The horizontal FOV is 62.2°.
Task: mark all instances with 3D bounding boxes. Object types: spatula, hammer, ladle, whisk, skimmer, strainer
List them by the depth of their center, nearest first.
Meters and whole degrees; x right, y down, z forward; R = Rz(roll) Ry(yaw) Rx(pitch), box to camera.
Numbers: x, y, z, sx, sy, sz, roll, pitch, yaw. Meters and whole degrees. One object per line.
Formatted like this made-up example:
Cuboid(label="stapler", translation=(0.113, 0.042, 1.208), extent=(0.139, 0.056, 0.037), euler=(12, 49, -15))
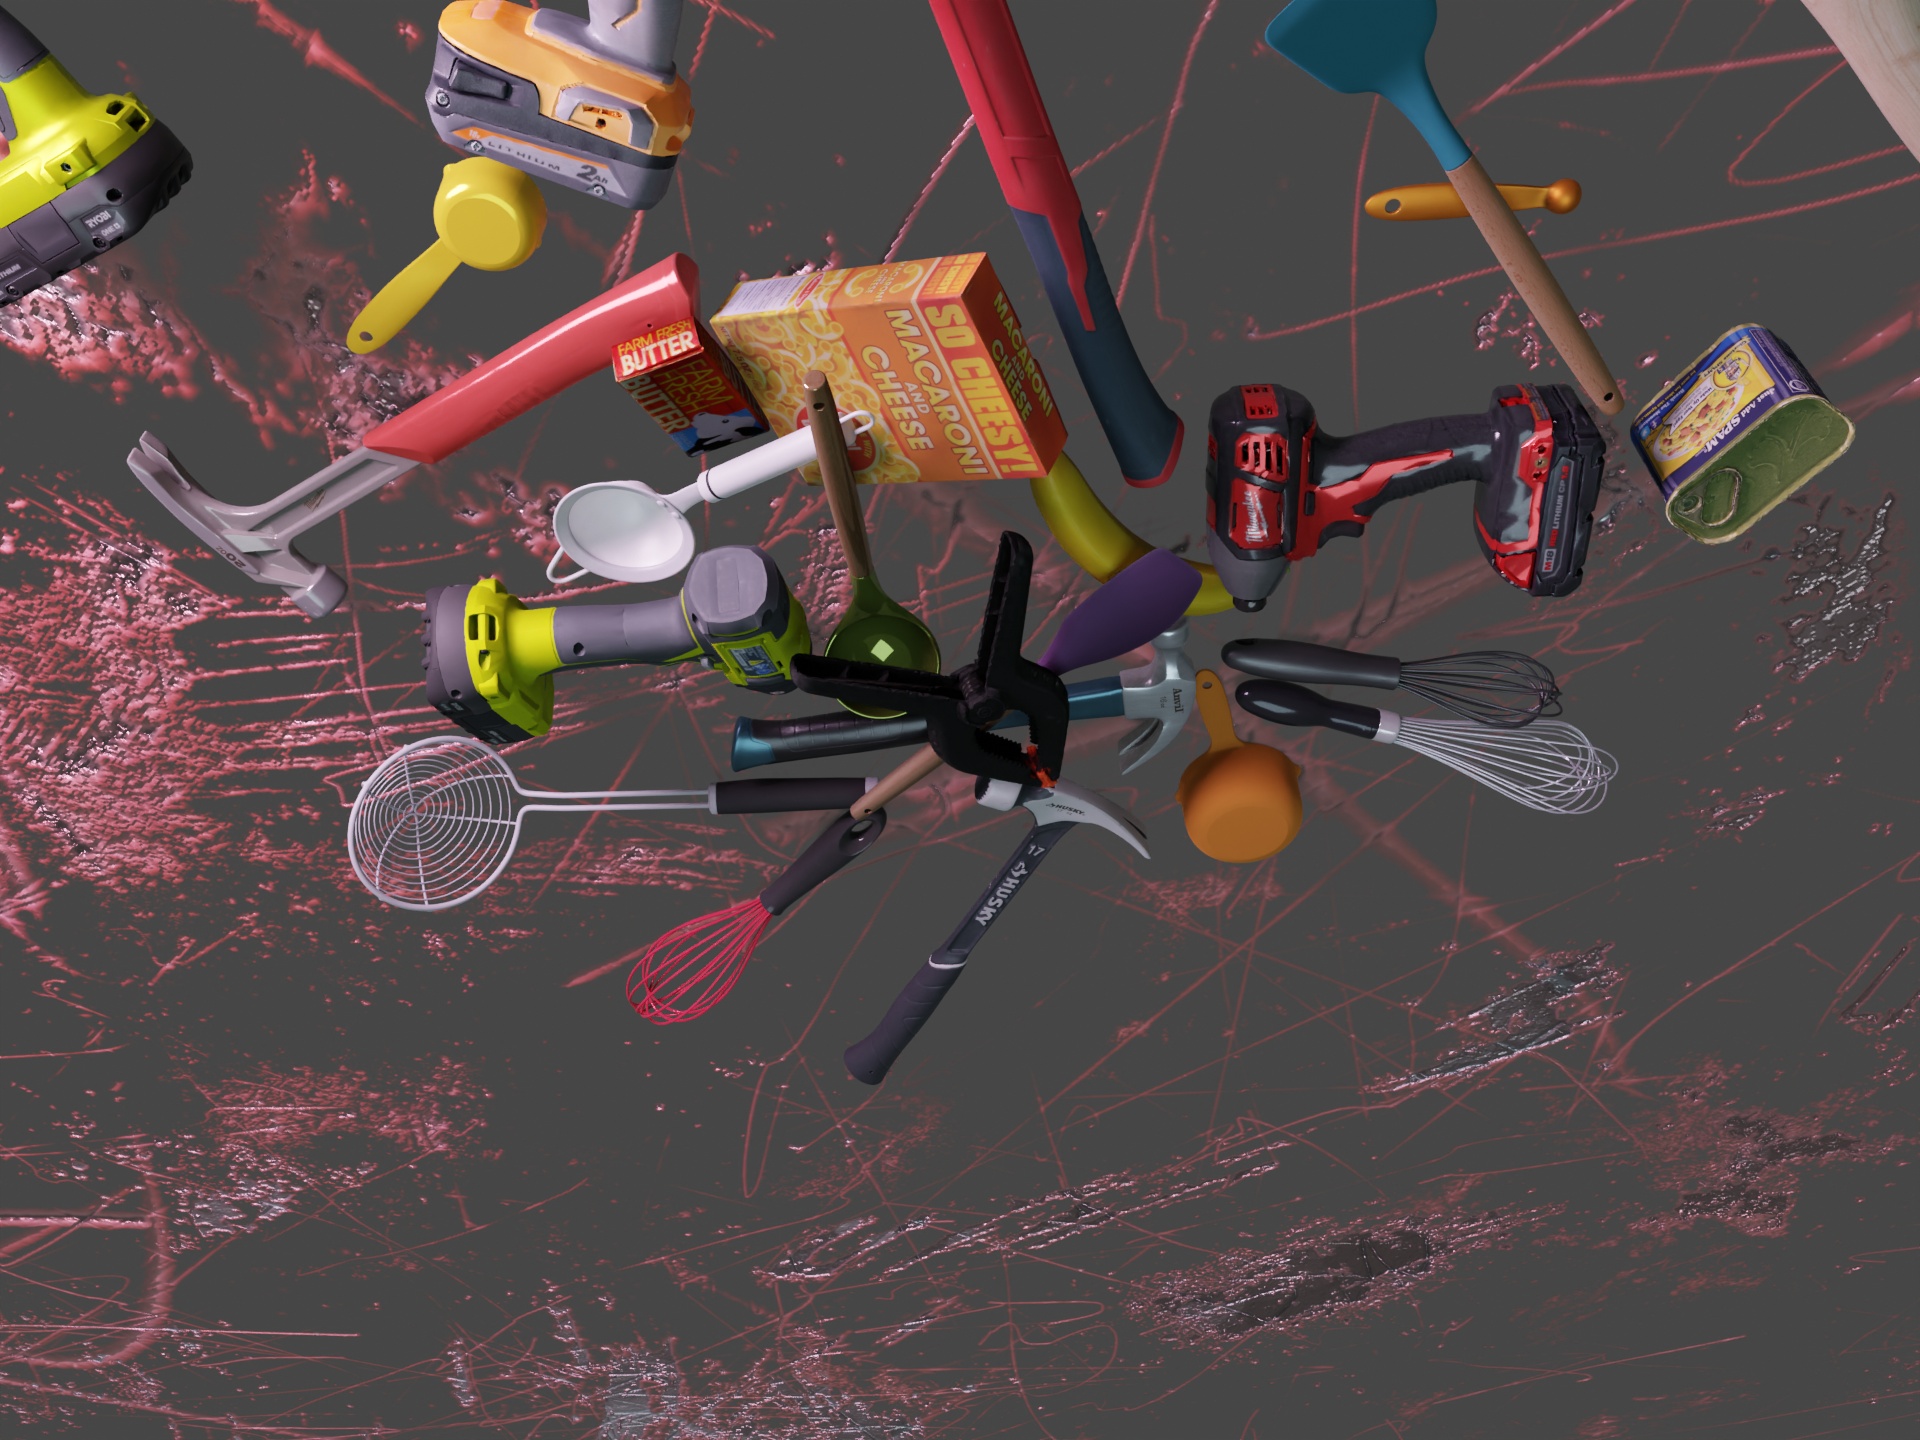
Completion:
Cuboid(label="hammer", translation=(0.032, -0.259, 0.824), extent=(0.143, 0.038, 0.385), euler=(-36, 135, -6))
Cuboid(label="spatula", translation=(0.275, -0.269, 0.834), extent=(0.082, 0.044, 0.317), euler=(-34, 120, 22))
Cuboid(label="hammer", translation=(0.544, -0.278, 0.850), extent=(0.410, 0.038, 0.146), euler=(31, 128, -27))
Cuboid(label="hammer", translation=(-0.305, -0.180, 0.923), extent=(0.359, 0.037, 0.149), euler=(-24, 131, 21))
Cuboid(label="strainer", translation=(-0.149, -0.136, 0.936), extent=(0.258, 0.050, 0.086), euler=(-16, 139, 34))
Cuboid(label="ladle", translation=(-0.061, -0.093, 0.937), extent=(0.078, 0.062, 0.320), euler=(-8, 155, 0))
Cuboid(label="spatula", translation=(0.034, -0.014, 1.058), extent=(0.059, 0.018, 0.316), euler=(31, 127, -32))
Cuboid(label="whisk", translation=(0.294, -0.030, 1.082), extent=(0.239, 0.055, 0.055), euler=(7, 134, -4))
Cuboid(label="hammer", translation=(-0.002, -0.004, 1.108), extent=(0.331, 0.033, 0.128), euler=(-8, 133, 6))
Cuboid(label="whisk", translation=(0.328, 0.010, 1.118), extent=(0.284, 0.070, 0.070), euler=(13, 133, -8))
Cuboid(label="skimmer", translation=(-0.239, 0.068, 1.131), extent=(0.363, 0.090, 0.127), euler=(-2, 107, -2))
Cuboid(label="whisk", translation=(-0.161, 0.153, 1.244), extent=(0.073, 0.073, 0.296), euler=(34, 118, -30))
Cuboid(label="hammer", translation=(0.003, 0.183, 1.291), extent=(0.149, 0.036, 0.408), euler=(17, 132, -19))

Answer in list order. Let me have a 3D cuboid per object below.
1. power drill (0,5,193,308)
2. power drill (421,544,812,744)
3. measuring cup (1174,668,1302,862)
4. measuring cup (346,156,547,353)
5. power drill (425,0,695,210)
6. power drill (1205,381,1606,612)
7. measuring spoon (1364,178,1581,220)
Cuboid(label="power drill", translation=(-0.508, -0.319, 0.755), extent=(0.190, 0.080, 0.228), euler=(-20, 129, 17))
Cuboid(label="power drill", translation=(-0.209, -0.044, 1.012), extent=(0.223, 0.080, 0.171), euler=(-7, 163, 4))
Cuboid(label="measuring cup", translation=(0.194, 0.037, 1.137), extent=(0.095, 0.052, 0.173), euler=(-14, 135, 12))
Cuboid(label="measuring cup", translation=(-0.288, -0.242, 0.866), extent=(0.156, 0.029, 0.062), euler=(-33, 127, 26))
Cuboid(label="power drill", translation=(-0.181, -0.368, 0.713), extent=(0.185, 0.084, 0.226), euler=(16, 127, -17))
Cuboid(label="power drill", translation=(0.257, -0.130, 0.953), extent=(0.219, 0.079, 0.143), euler=(-1, 126, 4))
Cuboid(label="measuring spoon", translation=(0.277, -0.279, 0.858), extent=(0.117, 0.011, 0.021), euler=(-2, 135, 1))
